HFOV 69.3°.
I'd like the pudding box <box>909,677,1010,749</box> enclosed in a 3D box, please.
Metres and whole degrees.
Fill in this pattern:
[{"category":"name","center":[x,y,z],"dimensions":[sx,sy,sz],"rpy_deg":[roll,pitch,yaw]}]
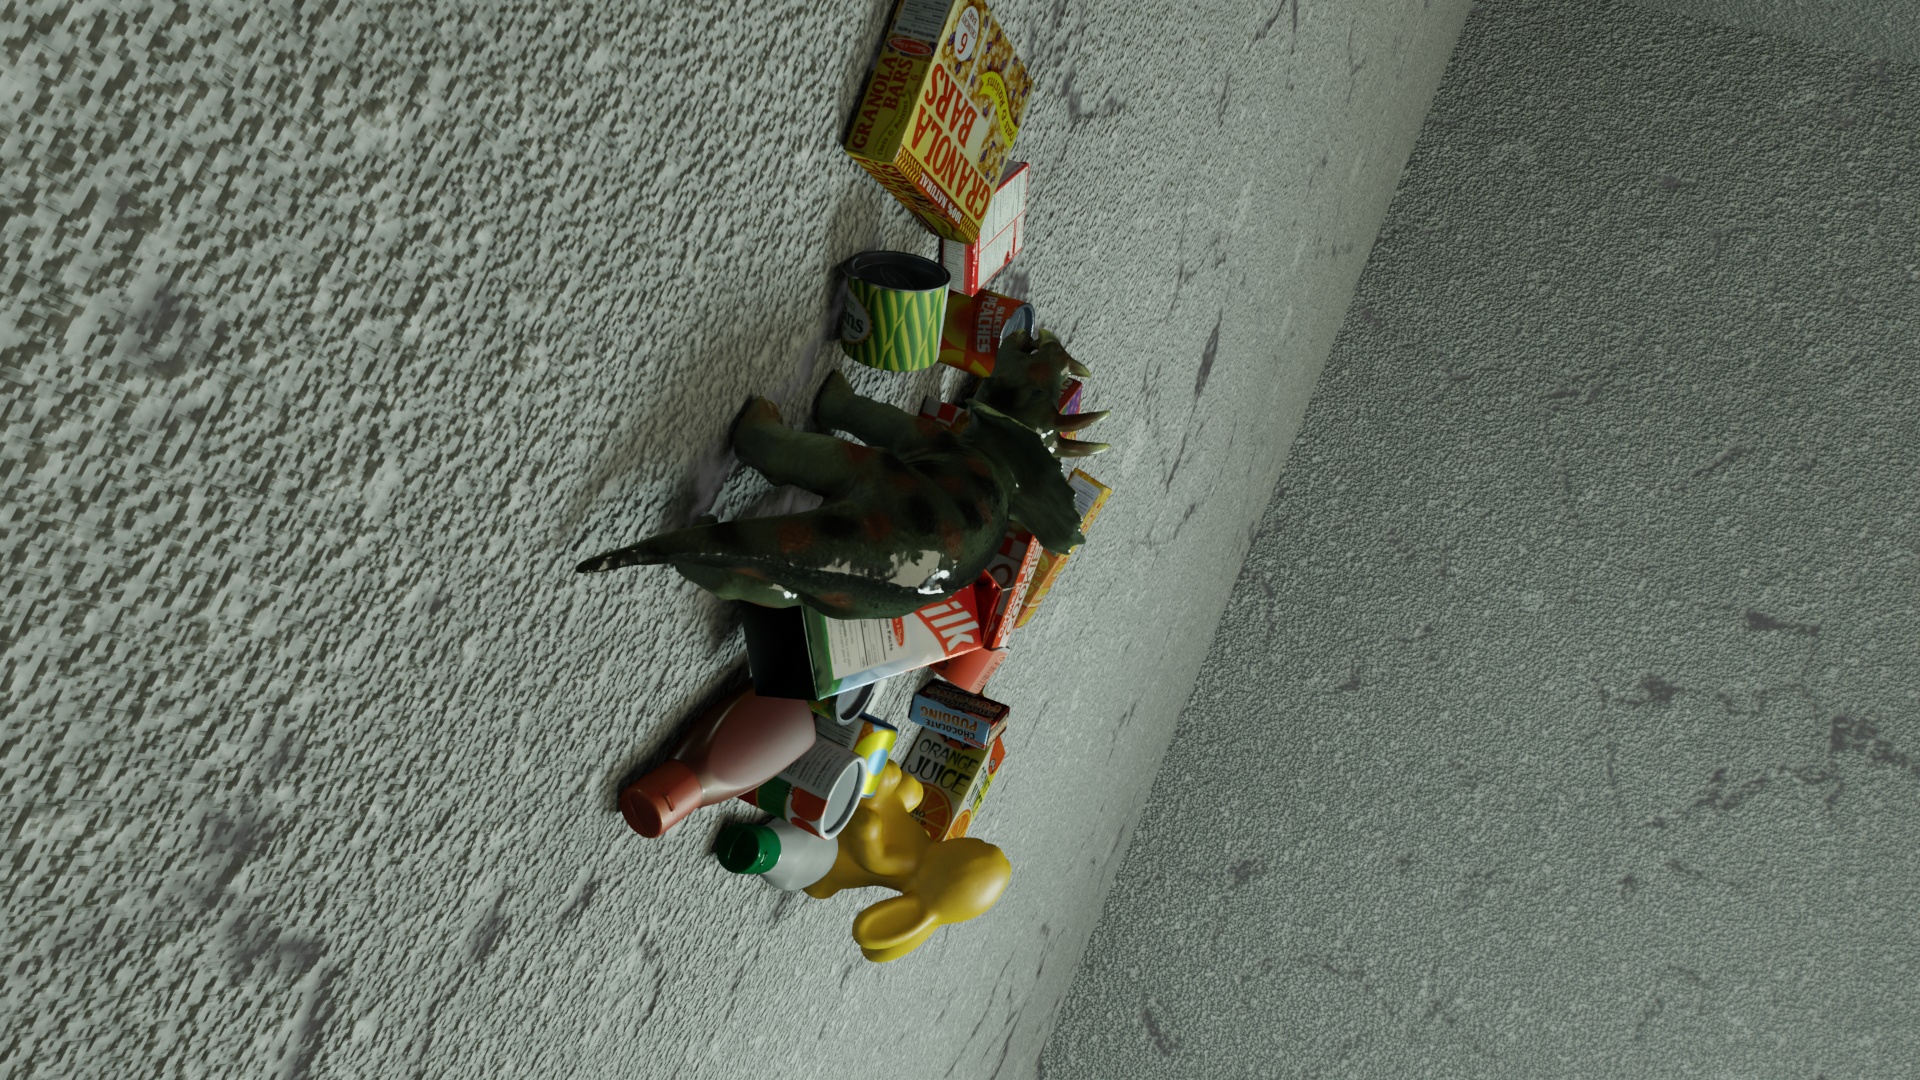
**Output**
[{"category":"pudding box","center":[-0.001,0.166,1.327],"dimensions":[0.050,0.084,0.030],"rpy_deg":[-33,137,-59]}]

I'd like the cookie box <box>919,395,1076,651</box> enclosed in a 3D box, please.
[{"category":"cookie box","center":[0.004,-0.014,1.086],"dimensions":[0.167,0.123,0.040],"rpy_deg":[-70,160,3]}]

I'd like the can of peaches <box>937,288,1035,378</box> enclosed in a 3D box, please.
[{"category":"can of peaches","center":[0.017,-0.160,1.067],"dimensions":[0.071,0.058,0.070],"rpy_deg":[-53,156,-37]}]

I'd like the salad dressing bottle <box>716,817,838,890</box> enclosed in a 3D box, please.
[{"category":"salad dressing bottle","center":[-0.142,0.241,1.083],"dimensions":[0.064,0.044,0.147],"rpy_deg":[-65,160,-5]}]

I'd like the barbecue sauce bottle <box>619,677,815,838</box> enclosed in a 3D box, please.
[{"category":"barbecue sauce bottle","center":[-0.159,0.143,0.916],"dimensions":[0.149,0.043,0.064],"rpy_deg":[-34,104,-51]}]

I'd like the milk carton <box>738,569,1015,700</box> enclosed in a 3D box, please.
[{"category":"milk carton","center":[-0.051,0.051,0.957],"dimensions":[0.191,0.072,0.073],"rpy_deg":[-14,97,-42]}]

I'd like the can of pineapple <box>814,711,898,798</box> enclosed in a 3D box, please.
[{"category":"can of pineapple","center":[-0.089,0.167,1.111],"dimensions":[0.058,0.071,0.071],"rpy_deg":[-68,161,-2]}]

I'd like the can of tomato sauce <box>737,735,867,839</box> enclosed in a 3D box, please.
[{"category":"can of tomato sauce","center":[-0.119,0.172,1.009],"dimensions":[0.071,0.083,0.070],"rpy_deg":[-53,156,-38]}]

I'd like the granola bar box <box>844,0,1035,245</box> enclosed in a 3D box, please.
[{"category":"granola bar box","center":[-0.010,-0.276,0.900],"dimensions":[0.124,0.039,0.165],"rpy_deg":[-70,161,0]}]

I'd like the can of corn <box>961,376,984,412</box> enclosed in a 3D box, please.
[{"category":"can of corn","center":[0.033,-0.103,1.163],"dimensions":[0.058,0.071,0.071],"rpy_deg":[-61,160,-21]}]

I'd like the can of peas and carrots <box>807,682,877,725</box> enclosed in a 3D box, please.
[{"category":"can of peas and carrots","center":[-0.099,0.094,1.019],"dimensions":[0.071,0.059,0.070],"rpy_deg":[-53,155,-38]}]

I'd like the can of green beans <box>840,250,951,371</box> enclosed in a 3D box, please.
[{"category":"can of green beans","center":[-0.043,-0.149,0.902],"dimensions":[0.071,0.071,0.057],"rpy_deg":[-42,149,-53]}]

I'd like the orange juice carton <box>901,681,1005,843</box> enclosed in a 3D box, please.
[{"category":"orange juice carton","center":[-0.012,0.235,1.385],"dimensions":[0.193,0.073,0.071],"rpy_deg":[-61,160,-22]}]

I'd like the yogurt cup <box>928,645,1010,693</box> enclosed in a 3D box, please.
[{"category":"yogurt cup","center":[0.006,0.109,1.318],"dimensions":[0.054,0.072,0.072],"rpy_deg":[-61,161,2]}]

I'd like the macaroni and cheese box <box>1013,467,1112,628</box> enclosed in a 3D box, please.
[{"category":"macaroni and cheese box","center":[0.091,0.008,1.396],"dimensions":[0.166,0.040,0.124],"rpy_deg":[-58,173,5]}]

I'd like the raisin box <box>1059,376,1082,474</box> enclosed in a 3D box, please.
[{"category":"raisin box","center":[0.079,-0.090,1.344],"dimensions":[0.086,0.040,0.122],"rpy_deg":[-51,156,-39]}]
